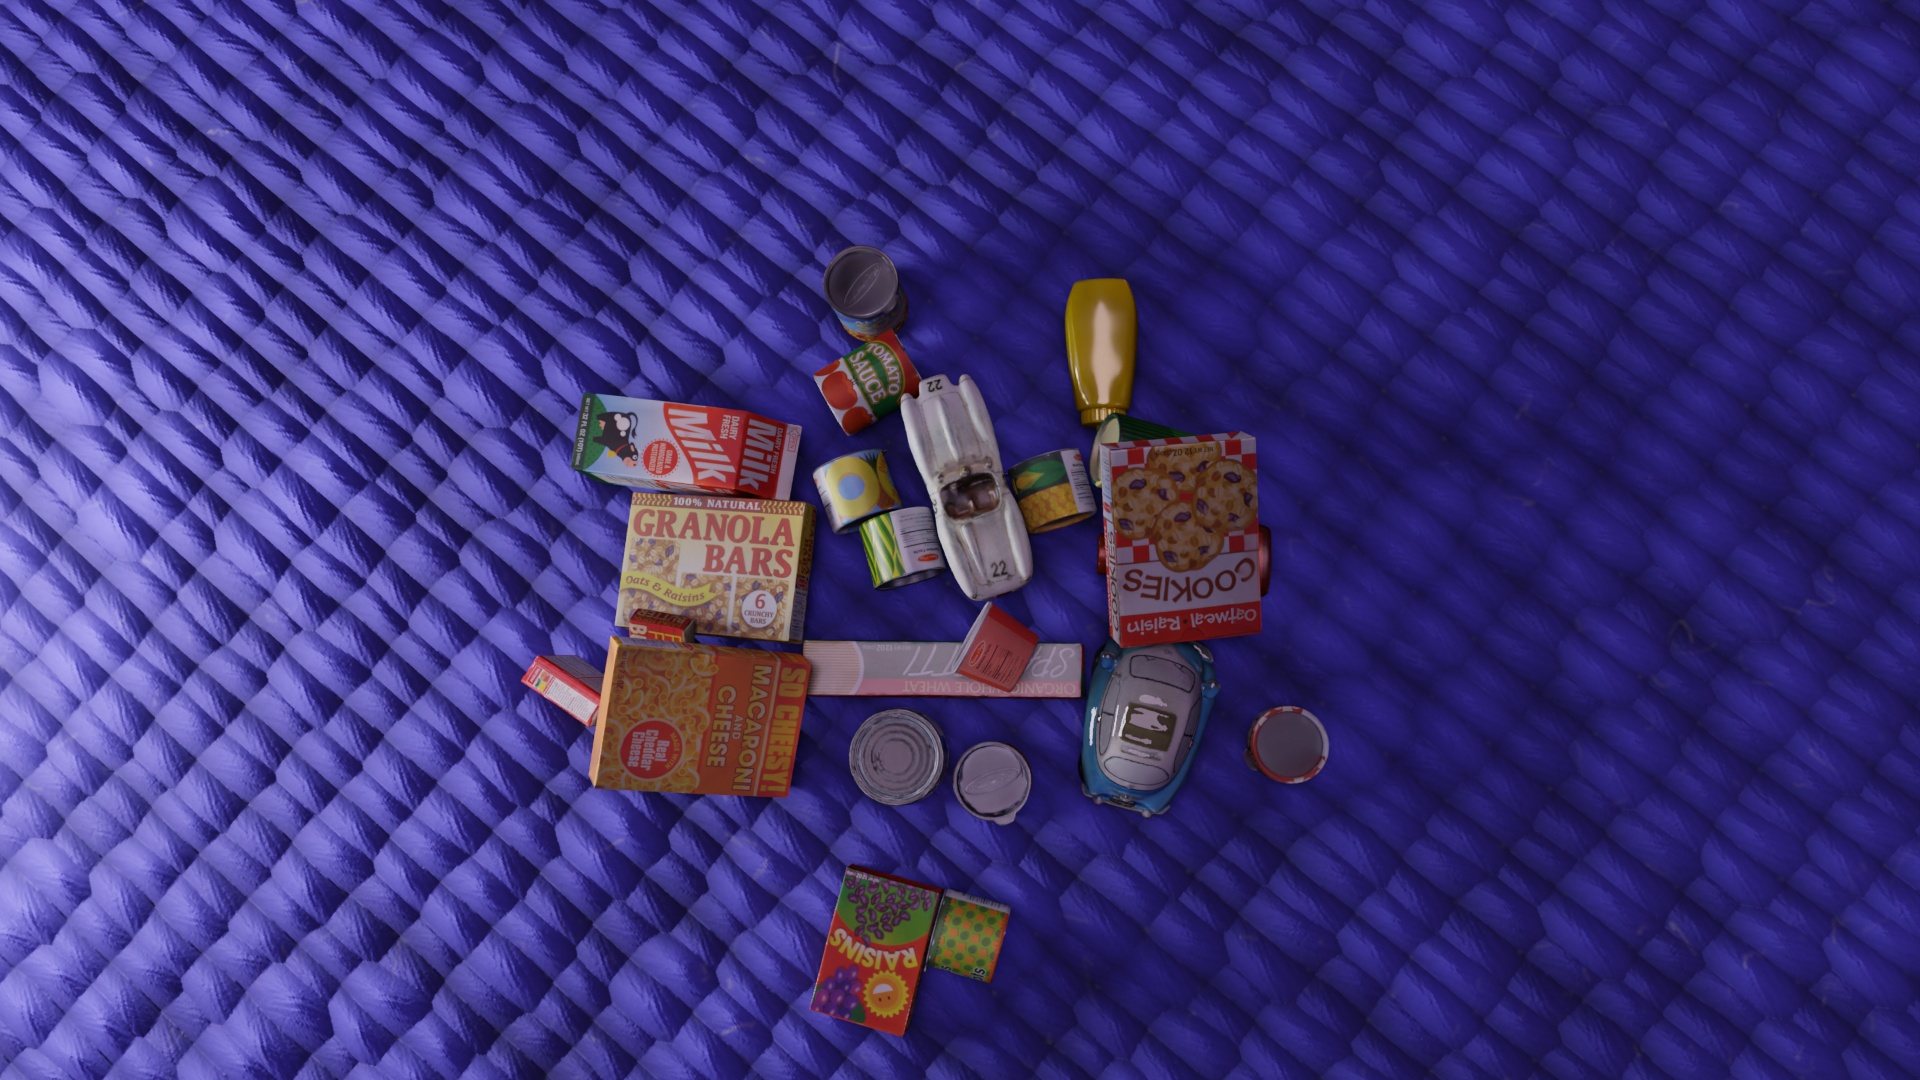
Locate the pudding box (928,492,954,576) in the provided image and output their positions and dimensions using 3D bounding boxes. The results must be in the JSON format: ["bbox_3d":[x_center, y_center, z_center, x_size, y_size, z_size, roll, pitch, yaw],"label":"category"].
[{"bbox_3d":[0.004,-0.016,1.238,0.050,0.030,0.084,-16,81,1],"label":"pudding box"}]

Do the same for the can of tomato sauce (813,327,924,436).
[{"bbox_3d":[-0.080,-0.142,1.242,0.083,0.071,0.071,-30,81,1],"label":"can of tomato sauce"}]

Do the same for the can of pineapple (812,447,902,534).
[{"bbox_3d":[-0.089,-0.044,1.231,0.071,0.071,0.058,-21,82,2],"label":"can of pineapple"}]

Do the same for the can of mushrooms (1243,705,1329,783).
[{"bbox_3d":[0.278,0.176,1.189,0.071,0.033,0.071,0,83,4],"label":"can of mushrooms"}]

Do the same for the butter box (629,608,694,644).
[{"bbox_3d":[-0.260,0.110,1.216,0.053,0.024,0.103,9,120,9],"label":"butter box"}]

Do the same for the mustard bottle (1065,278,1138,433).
[{"bbox_3d":[0.126,-0.151,1.238,0.065,0.049,0.160,0,84,8],"label":"mustard bottle"}]

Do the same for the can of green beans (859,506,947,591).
[{"bbox_3d":[-0.051,0.007,1.221,0.071,0.071,0.058,-16,81,2],"label":"can of green beans"}]

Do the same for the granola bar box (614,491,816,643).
[{"bbox_3d":[-0.216,0.024,1.233,0.165,0.039,0.124,4,82,14],"label":"granola bar box"}]

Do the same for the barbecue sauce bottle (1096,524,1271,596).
[{"bbox_3d":[0.194,0.015,1.213,0.148,0.043,0.065,2,88,5],"label":"barbecue sauce bottle"}]

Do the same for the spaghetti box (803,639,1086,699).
[{"bbox_3d":[-0.015,0.114,1.223,0.250,0.028,0.050,0,81,5],"label":"spaghetti box"}]

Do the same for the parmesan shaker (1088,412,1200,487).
[{"bbox_3d":[0.171,-0.069,1.195,0.103,0.071,0.071,14,83,-16],"label":"parmesan shaker"}]

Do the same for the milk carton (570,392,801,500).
[{"bbox_3d":[-0.241,-0.081,1.245,0.191,0.073,0.072,8,83,5],"label":"milk carton"}]

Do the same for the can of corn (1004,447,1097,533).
[{"bbox_3d":[0.079,-0.042,1.219,0.071,0.071,0.058,-17,82,2],"label":"can of corn"}]

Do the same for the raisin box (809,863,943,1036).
[{"bbox_3d":[-0.072,0.349,1.190,0.086,0.040,0.123,14,82,5],"label":"raisin box"}]

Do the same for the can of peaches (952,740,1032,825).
[{"bbox_3d":[0.029,0.207,1.192,0.071,0.058,0.071,0,83,4],"label":"can of peaches"}]

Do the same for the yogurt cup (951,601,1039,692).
[{"bbox_3d":[0.031,0.093,1.175,0.054,0.072,0.072,28,86,0],"label":"yogurt cup"}]

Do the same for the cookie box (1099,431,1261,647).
[{"bbox_3d":[0.183,-0.001,1.151,0.123,0.040,0.167,-6,102,-7],"label":"cookie box"}]

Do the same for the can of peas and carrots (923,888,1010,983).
[{"bbox_3d":[0.006,0.336,1.172,0.059,0.071,0.071,14,84,6],"label":"can of peas and carrots"}]

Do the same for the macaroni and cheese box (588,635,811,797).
[{"bbox_3d":[-0.221,0.151,1.181,0.167,0.040,0.123,8,96,-24],"label":"macaroni and cheese box"}]

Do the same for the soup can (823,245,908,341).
[{"bbox_3d":[-0.081,-0.218,1.246,0.071,0.083,0.071,-1,83,5],"label":"soup can"}]
